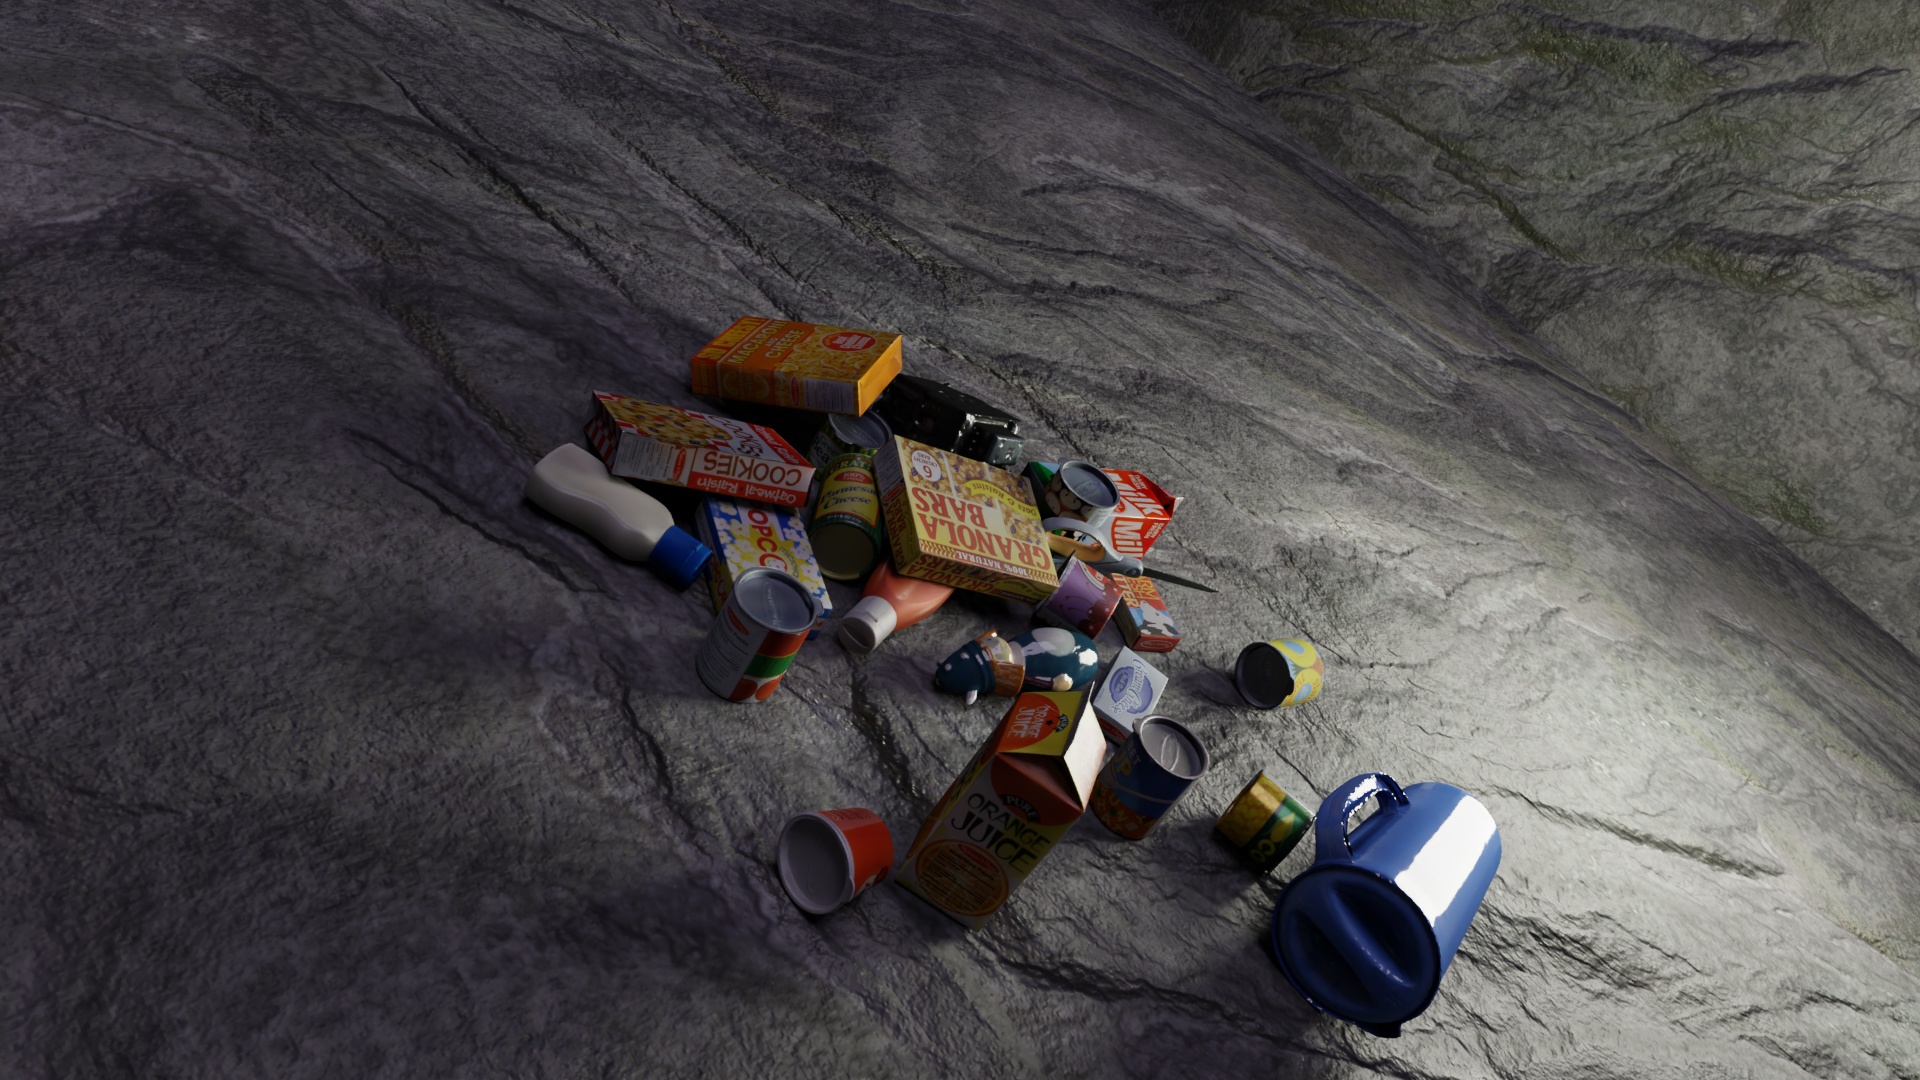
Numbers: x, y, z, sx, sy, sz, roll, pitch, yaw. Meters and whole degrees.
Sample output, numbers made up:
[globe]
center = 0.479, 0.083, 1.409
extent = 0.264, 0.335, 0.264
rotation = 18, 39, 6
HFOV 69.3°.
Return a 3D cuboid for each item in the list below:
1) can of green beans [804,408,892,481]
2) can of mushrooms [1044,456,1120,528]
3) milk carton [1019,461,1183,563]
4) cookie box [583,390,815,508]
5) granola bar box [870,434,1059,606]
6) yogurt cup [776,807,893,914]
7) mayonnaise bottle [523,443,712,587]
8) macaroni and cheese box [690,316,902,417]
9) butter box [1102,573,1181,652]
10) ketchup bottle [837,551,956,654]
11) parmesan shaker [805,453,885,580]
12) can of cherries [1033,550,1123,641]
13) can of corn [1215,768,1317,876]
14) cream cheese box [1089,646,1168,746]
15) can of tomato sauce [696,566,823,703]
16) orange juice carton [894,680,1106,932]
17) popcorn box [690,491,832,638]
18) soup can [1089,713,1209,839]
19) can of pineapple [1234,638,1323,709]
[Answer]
[can of green beans]
center = -0.106, -0.087, 1.301
extent = 0.071, 0.057, 0.071
rotation = 22, 35, -16
[can of mushrooms]
center = 0.114, -0.045, 1.319
extent = 0.071, 0.033, 0.071
rotation = 21, 37, -17
[milk carton]
center = 0.141, -0.025, 1.408
extent = 0.191, 0.072, 0.074
rotation = 4, 44, -36
[cookie box]
center = -0.221, -0.076, 1.173
extent = 0.167, 0.040, 0.123
rotation = 10, 16, -29
[granola bar box]
center = 0.004, -0.015, 1.234
extent = 0.165, 0.039, 0.125
rotation = 15, 48, -39
[yogurt cup]
center = -0.082, 0.213, 0.939
extent = 0.054, 0.072, 0.072
rotation = -4, 48, -53
[mayonnaise bottle]
center = -0.268, -0.018, 1.100
extent = 0.148, 0.041, 0.065
rotation = 34, 30, 0
[macaroni and cheese box]
center = -0.153, -0.167, 1.317
extent = 0.166, 0.040, 0.124
rotation = 9, 30, 14
[butter box]
center = 0.172, 0.063, 1.366
extent = 0.053, 0.024, 0.104
rotation = 7, 41, -32
[ketchup bottle]
center = -0.054, 0.047, 1.187
extent = 0.065, 0.043, 0.149
rotation = 42, 35, 3
[parmesan shaker]
center = -0.094, -0.021, 1.217
extent = 0.071, 0.071, 0.103
rotation = 24, 35, -13
[can of cherries]
center = 0.111, 0.054, 1.287
extent = 0.058, 0.071, 0.072
rotation = 33, 34, 0
[can of corn]
center = 0.258, 0.239, 1.179
extent = 0.058, 0.070, 0.071
rotation = 40, 34, 11
[cream cheese box]
center = 0.148, 0.142, 1.248
extent = 0.053, 0.024, 0.104
rotation = 36, 34, 2
[can of tomato sauce]
center = -0.152, 0.071, 1.042
extent = 0.071, 0.082, 0.071
rotation = 22, 35, -16
[orange juice carton]
center = 0.037, 0.178, 0.962
extent = 0.073, 0.191, 0.072
rotation = 34, 33, -1
[popcorn box]
center = -0.164, 0.019, 1.138
extent = 0.085, 0.038, 0.127
rotation = 8, 41, -33
[soup can]
center = 0.150, 0.192, 1.133
extent = 0.071, 0.083, 0.072
rotation = 22, 35, -16
[can of pineapple]
center = 0.313, 0.131, 1.356
extent = 0.058, 0.070, 0.071
rotation = -2, 47, -41
